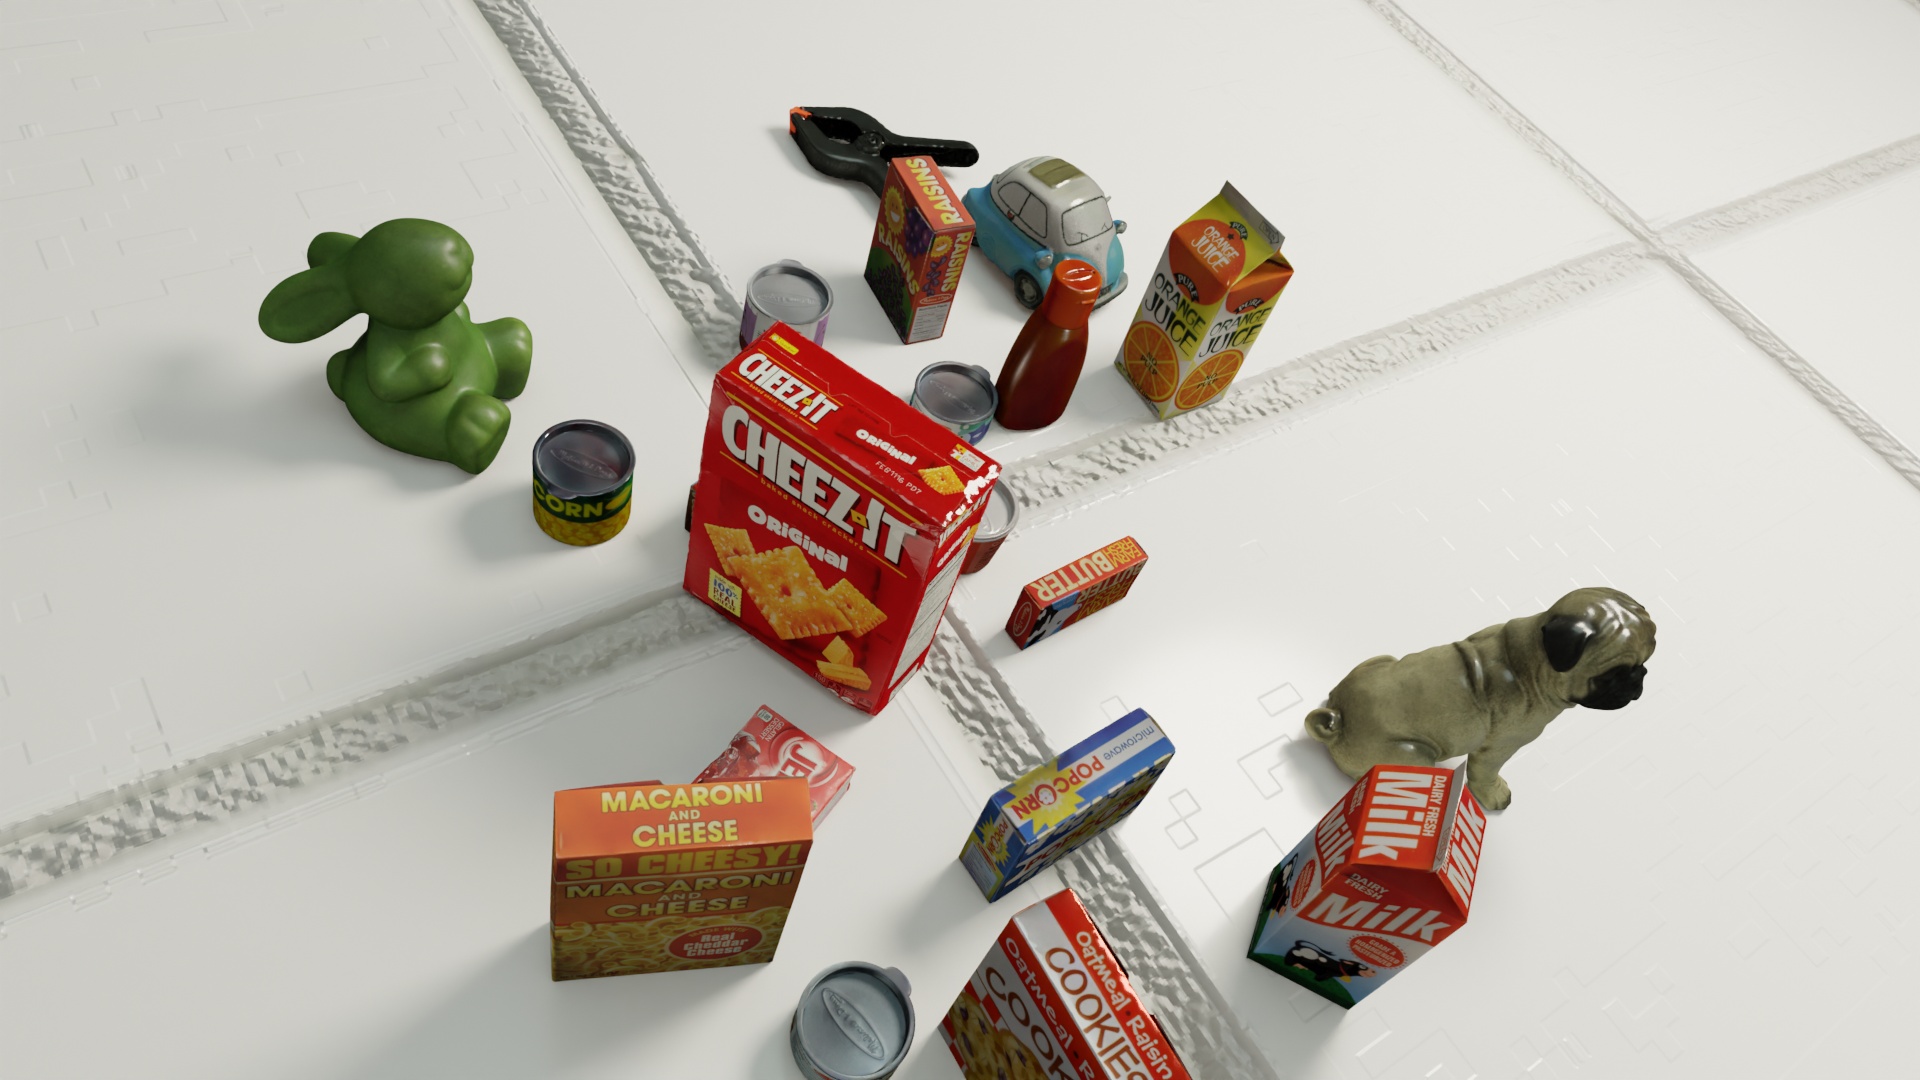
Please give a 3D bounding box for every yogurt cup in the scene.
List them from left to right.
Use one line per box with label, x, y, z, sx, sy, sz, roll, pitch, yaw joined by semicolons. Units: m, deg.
yogurt cup;0.004;-0.012;0.996;0.072;0.053;0.073;8;51;-10

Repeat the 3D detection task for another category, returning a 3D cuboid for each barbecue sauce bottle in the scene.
barbecue sauce bottle;0.069;-0.148;1.060;0.065;0.147;0.044;-15;59;-26

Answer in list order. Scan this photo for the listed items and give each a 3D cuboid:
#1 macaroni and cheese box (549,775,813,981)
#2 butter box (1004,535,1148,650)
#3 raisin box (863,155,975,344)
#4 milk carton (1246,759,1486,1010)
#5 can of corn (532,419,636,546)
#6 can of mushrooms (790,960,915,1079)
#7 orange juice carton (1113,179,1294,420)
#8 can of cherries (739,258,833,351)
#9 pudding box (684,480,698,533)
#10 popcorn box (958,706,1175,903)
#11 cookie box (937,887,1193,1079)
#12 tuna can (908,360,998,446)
macaroni and cheese box;-0.151;0.179;0.728;0.124;0.165;0.040;0;54;-17
butter box;0.082;0.036;0.982;0.104;0.052;0.024;-24;63;-31
raisin box;-0.035;-0.231;1.111;0.040;0.122;0.086;-14;58;-25
milk carton;0.244;0.199;0.815;0.073;0.189;0.073;26;50;4
can of corn;-0.255;-0.036;0.935;0.071;0.058;0.071;8;51;-10
can of mushrooms;-0.059;0.270;0.770;0.071;0.033;0.071;8;51;-10
orange juice carton;0.197;-0.190;1.103;0.073;0.191;0.072;-20;61;-29
can of cherries;-0.135;-0.173;1.077;0.071;0.058;0.072;8;51;-10
pudding box;-0.152;-0.036;0.971;0.030;0.049;0.084;39;53;15
popcorn box;0.066;0.163;0.858;0.127;0.084;0.038;-25;64;-31
cookie box;0.052;0.270;0.717;0.040;0.166;0.123;-19;61;-28
tuna can;-0.005;-0.106;1.081;0.071;0.032;0.071;8;51;-10
